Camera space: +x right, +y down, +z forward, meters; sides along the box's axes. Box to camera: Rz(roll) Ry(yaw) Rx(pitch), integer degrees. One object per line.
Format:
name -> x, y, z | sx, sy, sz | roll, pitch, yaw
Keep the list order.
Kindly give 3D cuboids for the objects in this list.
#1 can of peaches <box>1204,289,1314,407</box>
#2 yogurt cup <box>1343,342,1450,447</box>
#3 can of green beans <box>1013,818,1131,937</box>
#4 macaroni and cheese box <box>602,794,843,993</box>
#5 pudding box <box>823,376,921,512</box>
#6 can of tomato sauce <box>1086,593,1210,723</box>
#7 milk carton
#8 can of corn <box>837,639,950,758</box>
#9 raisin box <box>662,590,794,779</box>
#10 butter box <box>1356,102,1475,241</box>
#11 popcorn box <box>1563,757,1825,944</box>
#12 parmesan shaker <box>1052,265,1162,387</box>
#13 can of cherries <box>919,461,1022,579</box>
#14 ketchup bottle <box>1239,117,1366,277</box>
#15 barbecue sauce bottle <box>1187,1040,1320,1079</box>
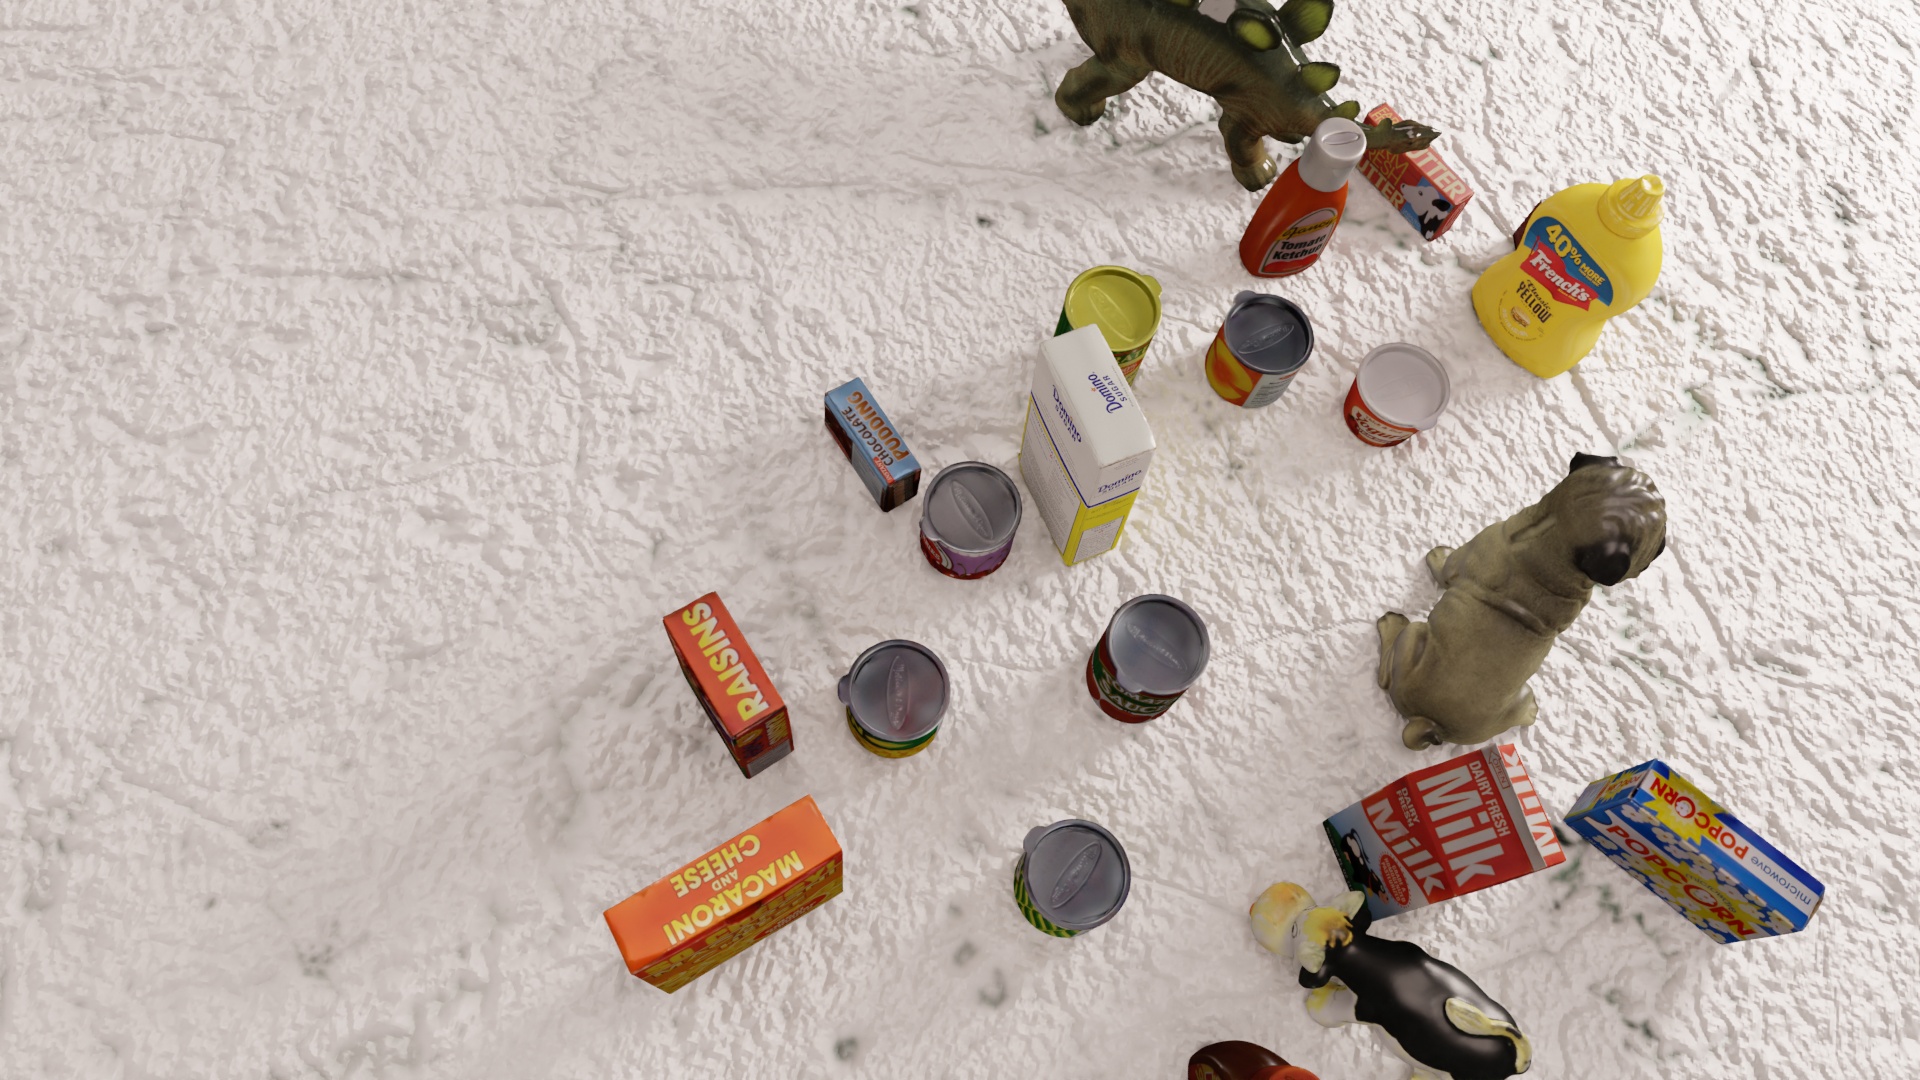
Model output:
can of peaches -> 0.216, -0.140, 1.015 | 0.071, 0.058, 0.071 | 2, 69, -4
yogurt cup -> 0.314, -0.103, 1.011 | 0.072, 0.053, 0.072 | 2, 69, -4
can of green beans -> 0.068, 0.211, 0.865 | 0.071, 0.057, 0.071 | 2, 69, -4
macaroni and cheese box -> -0.127, 0.206, 0.791 | 0.124, 0.165, 0.040 | -28, 74, -15
pudding box -> -0.062, -0.067, 0.965 | 0.030, 0.049, 0.084 | -31, 75, -15
can of tomato sauce -> 0.120, 0.081, 0.907 | 0.071, 0.082, 0.071 | 2, 69, -4
milk carton -> 0.290, 0.174, 0.828 | 0.073, 0.189, 0.072 | -14, 71, -10
can of corn -> -0.044, 0.103, 0.896 | 0.071, 0.058, 0.071 | 2, 69, -4
raisin box -> -0.142, 0.091, 0.857 | 0.040, 0.123, 0.086 | -29, 74, -15
butter box -> 0.350, -0.288, 1.087 | 0.024, 0.053, 0.103 | -34, 75, -16
popcorn box -> 0.467, 0.201, 0.890 | 0.127, 0.085, 0.038 | 39, 71, 10
parmesan shaker -> 0.101, -0.140, 0.980 | 0.071, 0.102, 0.071 | 2, 69, -4
can of cherries -> 0.003, -0.012, 0.945 | 0.071, 0.058, 0.072 | 2, 69, -4
ketchup bottle -> 0.252, -0.248, 1.011 | 0.065, 0.148, 0.043 | -13, 71, -10
barbecue sauce bottle -> 0.168, 0.316, 0.784 | 0.044, 0.148, 0.065 | -16, 71, -11
